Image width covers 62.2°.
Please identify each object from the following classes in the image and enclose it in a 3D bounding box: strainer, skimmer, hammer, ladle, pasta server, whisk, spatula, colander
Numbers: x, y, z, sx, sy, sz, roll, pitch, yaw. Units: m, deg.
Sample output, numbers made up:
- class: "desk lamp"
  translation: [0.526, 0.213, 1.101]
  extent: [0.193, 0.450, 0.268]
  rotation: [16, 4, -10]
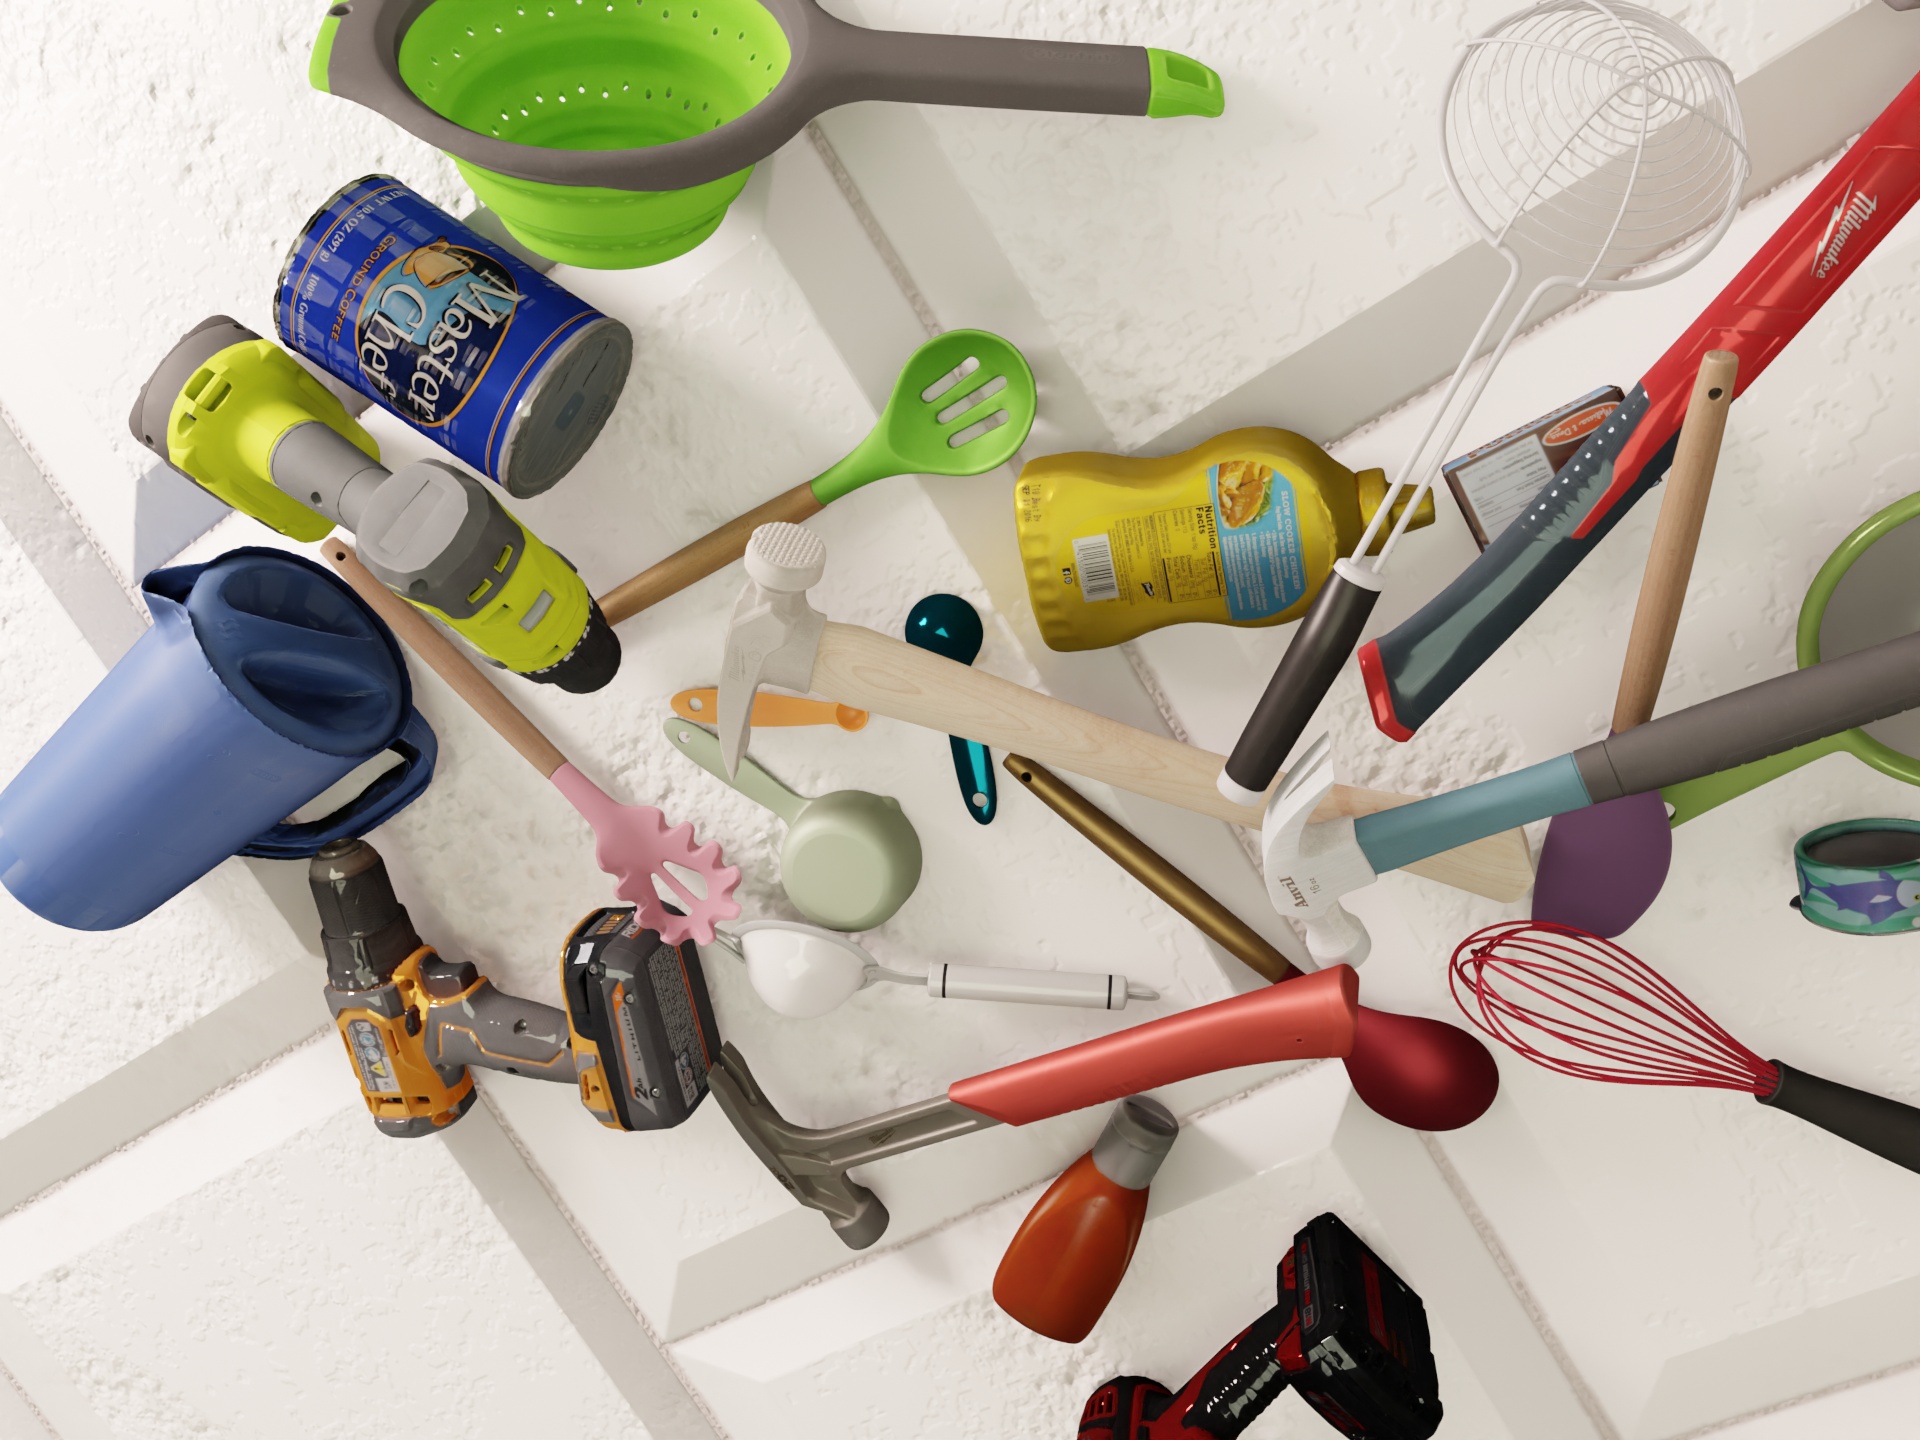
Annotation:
- class: "strainer"
  translation: [0.412, -0.021, 0.719]
  extent: [0.151, 0.069, 0.256]
  rotation: [47, 129, -7]
- class: "skimmer"
  translation: [0.203, -0.124, 0.690]
  extent: [0.127, 0.090, 0.363]
  rotation: [25, 117, 1]
- class: "hammer"
  translation: [0.289, 0.022, 0.702]
  extent: [0.331, 0.033, 0.128]
  rotation: [-22, 125, 23]
- class: "ladle"
  translation: [0.149, 0.115, 0.836]
  extent: [0.315, 0.031, 0.069]
  rotation: [38, 115, 2]
- class: "hammer"
  translation: [0.080, 0.025, 0.793]
  extent: [0.410, 0.038, 0.146]
  rotation: [17, 129, -1]
- class: "pasta server"
  translation: [-0.242, 0.007, 0.881]
  extent: [0.316, 0.040, 0.060]
  rotation: [44, 75, 4]
- class: "strainer"
  translation: [-0.020, 0.143, 0.870]
  extent: [0.258, 0.050, 0.086]
  rotation: [3, 147, 5]
- class: "hammer"
  translation: [0.038, 0.187, 0.840]
  extent: [0.359, 0.037, 0.149]
  rotation: [-24, 112, 28]
- class: "hammer"
  translation: [0.322, -0.131, 0.680]
  extent: [0.143, 0.038, 0.386]
  rotation: [38, 108, -2]
- class: "whisk"
  translation: [0.380, 0.170, 0.782]
  extent: [0.296, 0.073, 0.073]
  rotation: [22, 111, 0]
- class: "spatula"
  translation: [0.307, -0.016, 0.712]
  extent: [0.060, 0.018, 0.315]
  rotation: [5, 128, 12]
- class: "colander"
  translation: [-0.082, -0.272, 0.735]
  extent: [0.397, 0.205, 0.094]
  rotation: [2, 143, -3]

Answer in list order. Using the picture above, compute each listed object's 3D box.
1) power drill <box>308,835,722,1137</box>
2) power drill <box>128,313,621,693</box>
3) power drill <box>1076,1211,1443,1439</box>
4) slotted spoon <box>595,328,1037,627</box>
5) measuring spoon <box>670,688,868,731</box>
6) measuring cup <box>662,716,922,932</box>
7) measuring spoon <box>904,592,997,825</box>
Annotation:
- class: "power drill"
  translation: [-0.266, 0.151, 0.916]
  extent: [0.226, 0.084, 0.185]
  rotation: [-4, 109, 19]
- class: "power drill"
  translation: [-0.281, -0.097, 0.799]
  extent: [0.229, 0.190, 0.080]
  rotation: [31, 81, 20]
- class: "power drill"
  translation: [0.146, 0.379, 0.856]
  extent: [0.078, 0.143, 0.219]
  rotation: [44, 109, -5]
- class: "slotted spoon"
  translation: [-0.095, -0.109, 0.826]
  extent: [0.314, 0.031, 0.070]
  rotation: [-26, 99, 21]
- class: "measuring spoon"
  translation: [-0.104, -0.007, 0.869]
  extent: [0.117, 0.011, 0.021]
  rotation: [3, 110, 16]
- class: "measuring cup"
  translation: [-0.099, 0.053, 0.868]
  extent: [0.167, 0.038, 0.083]
  rotation: [35, 111, -1]
- class: "measuring spoon"
  translation: [-0.001, -0.003, 0.836]
  extent: [0.042, 0.021, 0.128]
  rotation: [-9, 103, 16]
